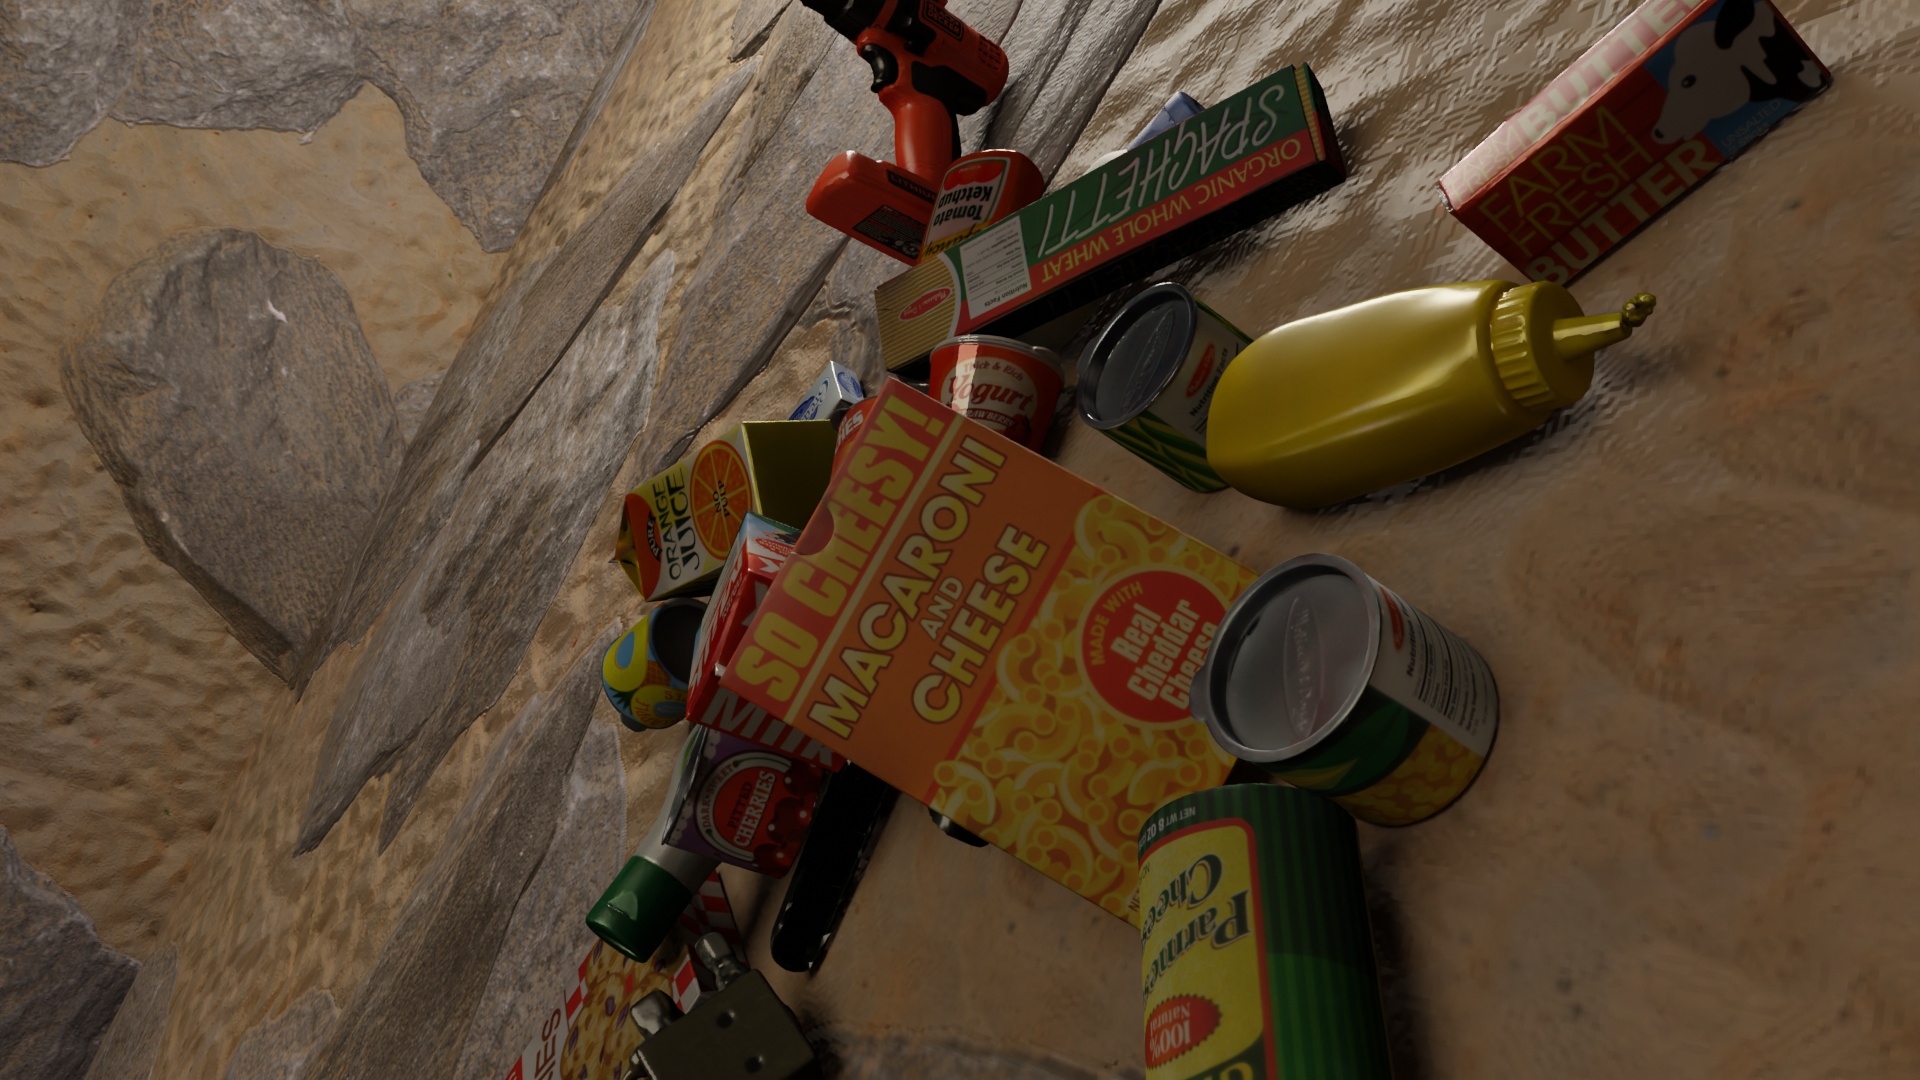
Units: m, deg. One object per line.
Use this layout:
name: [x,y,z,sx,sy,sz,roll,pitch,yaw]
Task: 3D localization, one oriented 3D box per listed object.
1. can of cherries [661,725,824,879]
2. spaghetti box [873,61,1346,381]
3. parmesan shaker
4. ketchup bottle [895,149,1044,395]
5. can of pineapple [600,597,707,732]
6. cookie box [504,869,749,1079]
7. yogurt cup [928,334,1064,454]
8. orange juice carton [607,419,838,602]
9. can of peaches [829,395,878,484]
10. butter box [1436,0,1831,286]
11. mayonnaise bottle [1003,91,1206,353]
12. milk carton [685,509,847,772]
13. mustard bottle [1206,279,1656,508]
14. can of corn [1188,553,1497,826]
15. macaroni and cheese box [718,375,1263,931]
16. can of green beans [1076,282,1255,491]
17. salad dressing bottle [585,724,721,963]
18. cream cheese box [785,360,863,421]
can of cherries: [-0.100,0.118,0.642,0.071,0.058,0.071,-157,88,-79]
spaghetti box: [0.060,-0.142,0.655,0.249,0.029,0.050,-20,70,36]
parmesan shaker: [0.082,0.129,0.388,0.071,0.071,0.103,-37,36,37]
ketchup bottle: [0.001,-0.155,0.806,0.064,0.043,0.149,0,63,39]
can of pineapple: [-0.179,0.077,0.858,0.057,0.071,0.071,-35,37,38]
cookie box: [-0.172,0.260,0.701,0.167,0.040,0.123,-56,29,6]
yogurt cup: [0.014,-0.062,0.682,0.072,0.072,0.054,-12,62,54]
orange juice carton: [-0.144,-0.011,0.851,0.192,0.072,0.073,-22,77,49]
can of peaches: [-0.037,-0.034,0.728,0.071,0.071,0.058,-34,39,40]
butter box: [0.209,-0.128,0.437,0.103,0.053,0.024,-41,32,31]
mayonnaise bottle: [0.071,-0.157,0.698,0.147,0.041,0.065,-45,39,26]
milk carton: [-0.079,0.046,0.639,0.191,0.072,0.073,-127,60,-76]
mustard bottle: [0.153,-0.052,0.460,0.160,0.049,0.065,-13,53,53]
can of corn: [0.115,0.047,0.419,0.071,0.058,0.071,-39,35,34]
macaroni and cheese box: [0.019,0.036,0.480,0.123,0.166,0.040,-61,-7,-2]
can of green beans: [0.090,-0.061,0.561,0.071,0.058,0.071,-39,35,34]
salad dressing bottle: [-0.126,0.138,0.692,0.148,0.064,0.043,-55,-19,-29]
cream cheese box: [-0.102,-0.063,0.908,0.103,0.024,0.053,-49,31,19]
